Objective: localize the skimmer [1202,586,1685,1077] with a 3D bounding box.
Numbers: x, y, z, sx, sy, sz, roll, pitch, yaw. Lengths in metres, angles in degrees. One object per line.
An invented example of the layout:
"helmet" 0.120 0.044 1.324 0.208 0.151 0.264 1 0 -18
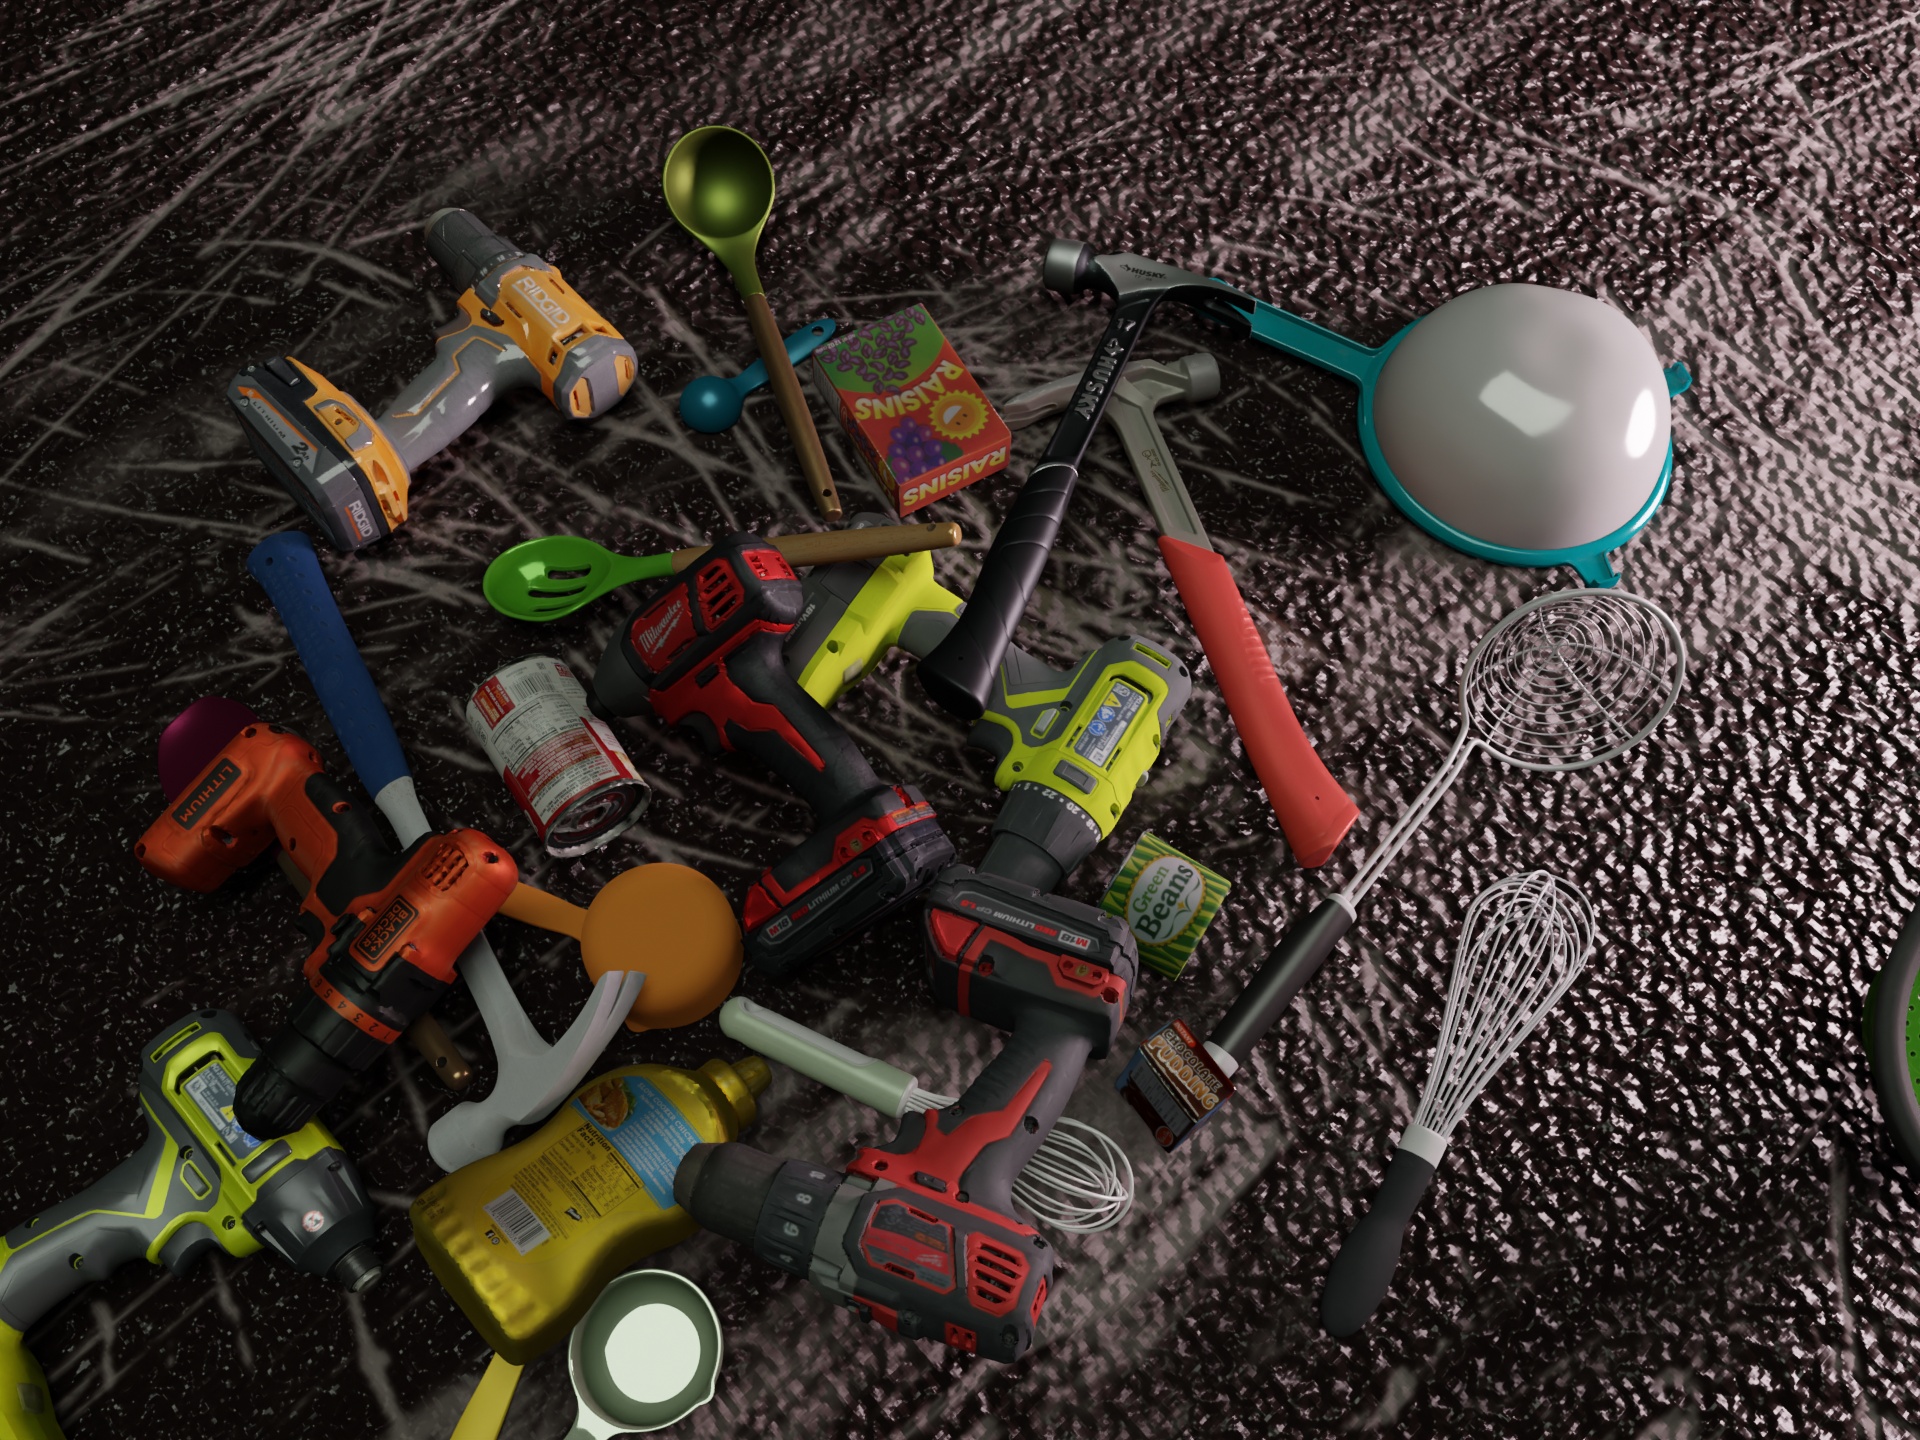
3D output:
"skimmer" 0.273 0.069 0.905 0.363 0.090 0.127 -47 118 -16

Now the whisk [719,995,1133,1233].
"whisk" -0.022 0.207 0.859 0.246 0.058 0.059 23 100 13

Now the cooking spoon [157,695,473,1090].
"cooking spoon" -0.363 0.092 0.889 0.069 0.017 0.319 -44 63 -9

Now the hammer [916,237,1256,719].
"hammer" 0.067 -0.158 0.970 0.149 0.036 0.409 15 53 13

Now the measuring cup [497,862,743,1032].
"measuring cup" -0.207 0.110 0.891 0.173 0.052 0.095 19 66 4

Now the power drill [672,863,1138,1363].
"power drill" -0.020 0.188 0.803 0.188 0.080 0.227 17 55 14

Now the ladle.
"ladle" -0.129 -0.266 1.049 0.078 0.062 0.320 -15 63 -12

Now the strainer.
"strainer" 0.317 -0.239 1.043 0.340 0.095 0.211 25 68 8

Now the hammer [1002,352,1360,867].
"hammer" 0.148 -0.074 0.996 0.149 0.036 0.359 -15 67 -9

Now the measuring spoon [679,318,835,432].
"measuring spoon" -0.135 -0.240 1.069 0.128 0.021 0.042 -39 72 -18

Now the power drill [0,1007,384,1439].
"power drill" -0.417 0.277 0.798 0.223 0.080 0.171 -40 72 -21

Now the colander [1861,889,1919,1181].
"colander" 0.572 0.252 0.844 0.204 0.094 0.397 -7 84 -5

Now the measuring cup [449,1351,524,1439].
"measuring cup" -0.235 0.331 0.802 0.062 0.029 0.157 18 64 6

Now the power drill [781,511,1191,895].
"power drill" -0.001 -0.003 0.938 0.228 0.080 0.191 31 69 9

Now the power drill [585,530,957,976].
"power drill" -0.113 0.021 0.878 0.143 0.078 0.220 -35 81 20

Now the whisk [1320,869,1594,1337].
"whisk" 0.264 0.203 0.867 0.070 0.070 0.285 29 73 11

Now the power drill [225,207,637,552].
"power drill" -0.351 -0.232 1.030 0.226 0.084 0.185 -38 72 -21

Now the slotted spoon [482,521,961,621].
"slotted spoon" -0.146 -0.093 0.942 0.314 0.031 0.070 -4 52 22

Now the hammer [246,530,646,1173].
"hammer" -0.315 0.045 0.909 0.144 0.035 0.406 -39 66 12

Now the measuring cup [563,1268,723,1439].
"measuring cup" -0.182 0.355 0.791 0.083 0.038 0.168 30 70 11
